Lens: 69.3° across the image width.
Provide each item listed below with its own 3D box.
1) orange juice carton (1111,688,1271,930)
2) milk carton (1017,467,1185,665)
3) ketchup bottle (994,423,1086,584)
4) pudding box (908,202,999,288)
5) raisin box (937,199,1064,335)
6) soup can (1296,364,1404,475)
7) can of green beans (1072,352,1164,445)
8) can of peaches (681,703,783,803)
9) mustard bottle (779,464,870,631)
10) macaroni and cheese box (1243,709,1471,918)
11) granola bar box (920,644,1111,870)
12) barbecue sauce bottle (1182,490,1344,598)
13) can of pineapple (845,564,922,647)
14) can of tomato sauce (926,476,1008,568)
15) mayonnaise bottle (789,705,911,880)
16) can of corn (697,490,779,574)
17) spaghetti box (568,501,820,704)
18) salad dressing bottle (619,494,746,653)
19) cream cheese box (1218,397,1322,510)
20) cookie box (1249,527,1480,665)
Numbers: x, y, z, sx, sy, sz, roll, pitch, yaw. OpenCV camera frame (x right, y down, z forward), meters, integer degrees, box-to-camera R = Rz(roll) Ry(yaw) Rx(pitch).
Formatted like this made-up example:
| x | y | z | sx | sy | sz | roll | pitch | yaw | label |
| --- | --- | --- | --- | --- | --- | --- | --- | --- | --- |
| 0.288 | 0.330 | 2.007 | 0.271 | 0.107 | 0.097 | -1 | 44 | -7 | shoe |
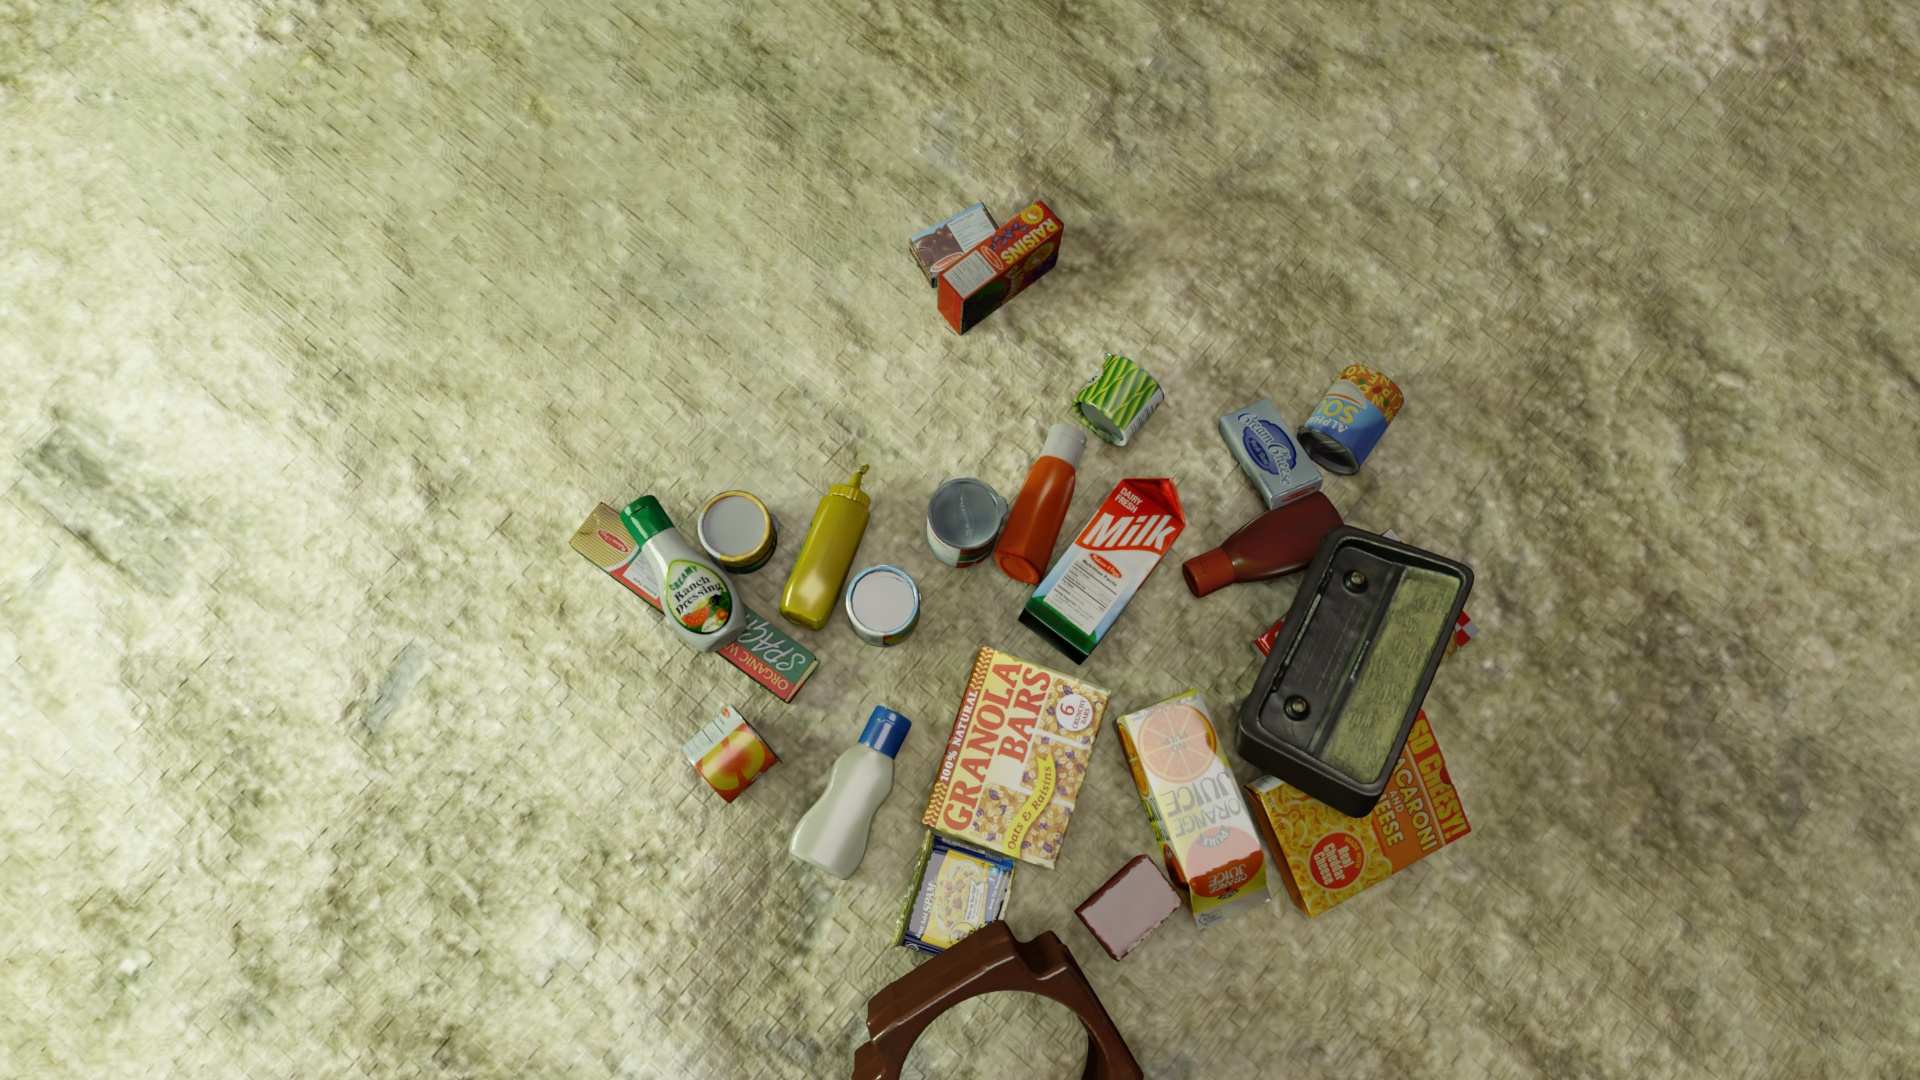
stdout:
| x | y | z | sx | sy | sz | roll | pitch | yaw | label |
| --- | --- | --- | --- | --- | --- | --- | --- | --- | --- |
| 0.203 | 0.233 | 1.207 | 0.072 | 0.073 | 0.193 | -19 | 78 | -7 | orange juice carton |
| 0.139 | 0.014 | 1.260 | 0.073 | 0.072 | 0.191 | 37 | 79 | 6 | milk carton |
| 0.077 | -0.037 | 1.276 | 0.043 | 0.064 | 0.149 | 11 | 65 | 25 | ketchup bottle |
| -0.004 | -0.287 | 1.349 | 0.084 | 0.030 | 0.050 | -29 | 80 | -9 | pudding box |
| 0.037 | -0.257 | 1.315 | 0.123 | 0.086 | 0.040 | -38 | 79 | -10 | raisin box |
| 0.364 | -0.115 | 1.302 | 0.071 | 0.071 | 0.084 | 35 | 77 | 6 | soup can |
| 0.147 | -0.131 | 1.298 | 0.071 | 0.071 | 0.058 | 39 | 79 | 7 | can of green beans |
| -0.198 | 0.187 | 1.206 | 0.058 | 0.071 | 0.071 | -41 | 81 | -11 | can of peaches |
| -0.116 | 0.001 | 1.258 | 0.049 | 0.065 | 0.161 | 21 | 70 | -3 | mustard bottle |
| 0.348 | 0.234 | 1.210 | 0.167 | 0.040 | 0.123 | -26 | 100 | -8 | macaroni and cheese box |
| 0.049 | 0.192 | 1.228 | 0.124 | 0.039 | 0.166 | 19 | 76 | 2 | granola bar box |
| 0.279 | 0.008 | 1.281 | 0.149 | 0.043 | 0.065 | -22 | 64 | -7 | barbecue sauce bottle |
| -0.068 | 0.057 | 1.247 | 0.071 | 0.057 | 0.071 | 1 | 76 | -2 | can of pineapple |
| 0.004 | -0.016 | 1.255 | 0.071 | 0.083 | 0.071 | 1 | 76 | -2 | can of tomato sauce |
| -0.091 | 0.218 | 1.215 | 0.065 | 0.041 | 0.148 | 27 | 75 | 3 | mayonnaise bottle |
| -0.199 | -0.009 | 1.257 | 0.071 | 0.058 | 0.071 | 1 | 77 | -2 | can of corn |
| -0.240 | 0.057 | 1.254 | 0.250 | 0.028 | 0.050 | 35 | 77 | 6 | spaghetti box |
| -0.246 | 0.028 | 1.223 | 0.064 | 0.044 | 0.148 | -34 | 79 | -10 | salad dressing bottle |
| 0.288 | -0.082 | 1.298 | 0.053 | 0.024 | 0.104 | -22 | 59 | -7 | cream cheese box |
| 0.368 | 0.088 | 1.267 | 0.168 | 0.040 | 0.123 | -38 | 80 | -10 | cookie box |
